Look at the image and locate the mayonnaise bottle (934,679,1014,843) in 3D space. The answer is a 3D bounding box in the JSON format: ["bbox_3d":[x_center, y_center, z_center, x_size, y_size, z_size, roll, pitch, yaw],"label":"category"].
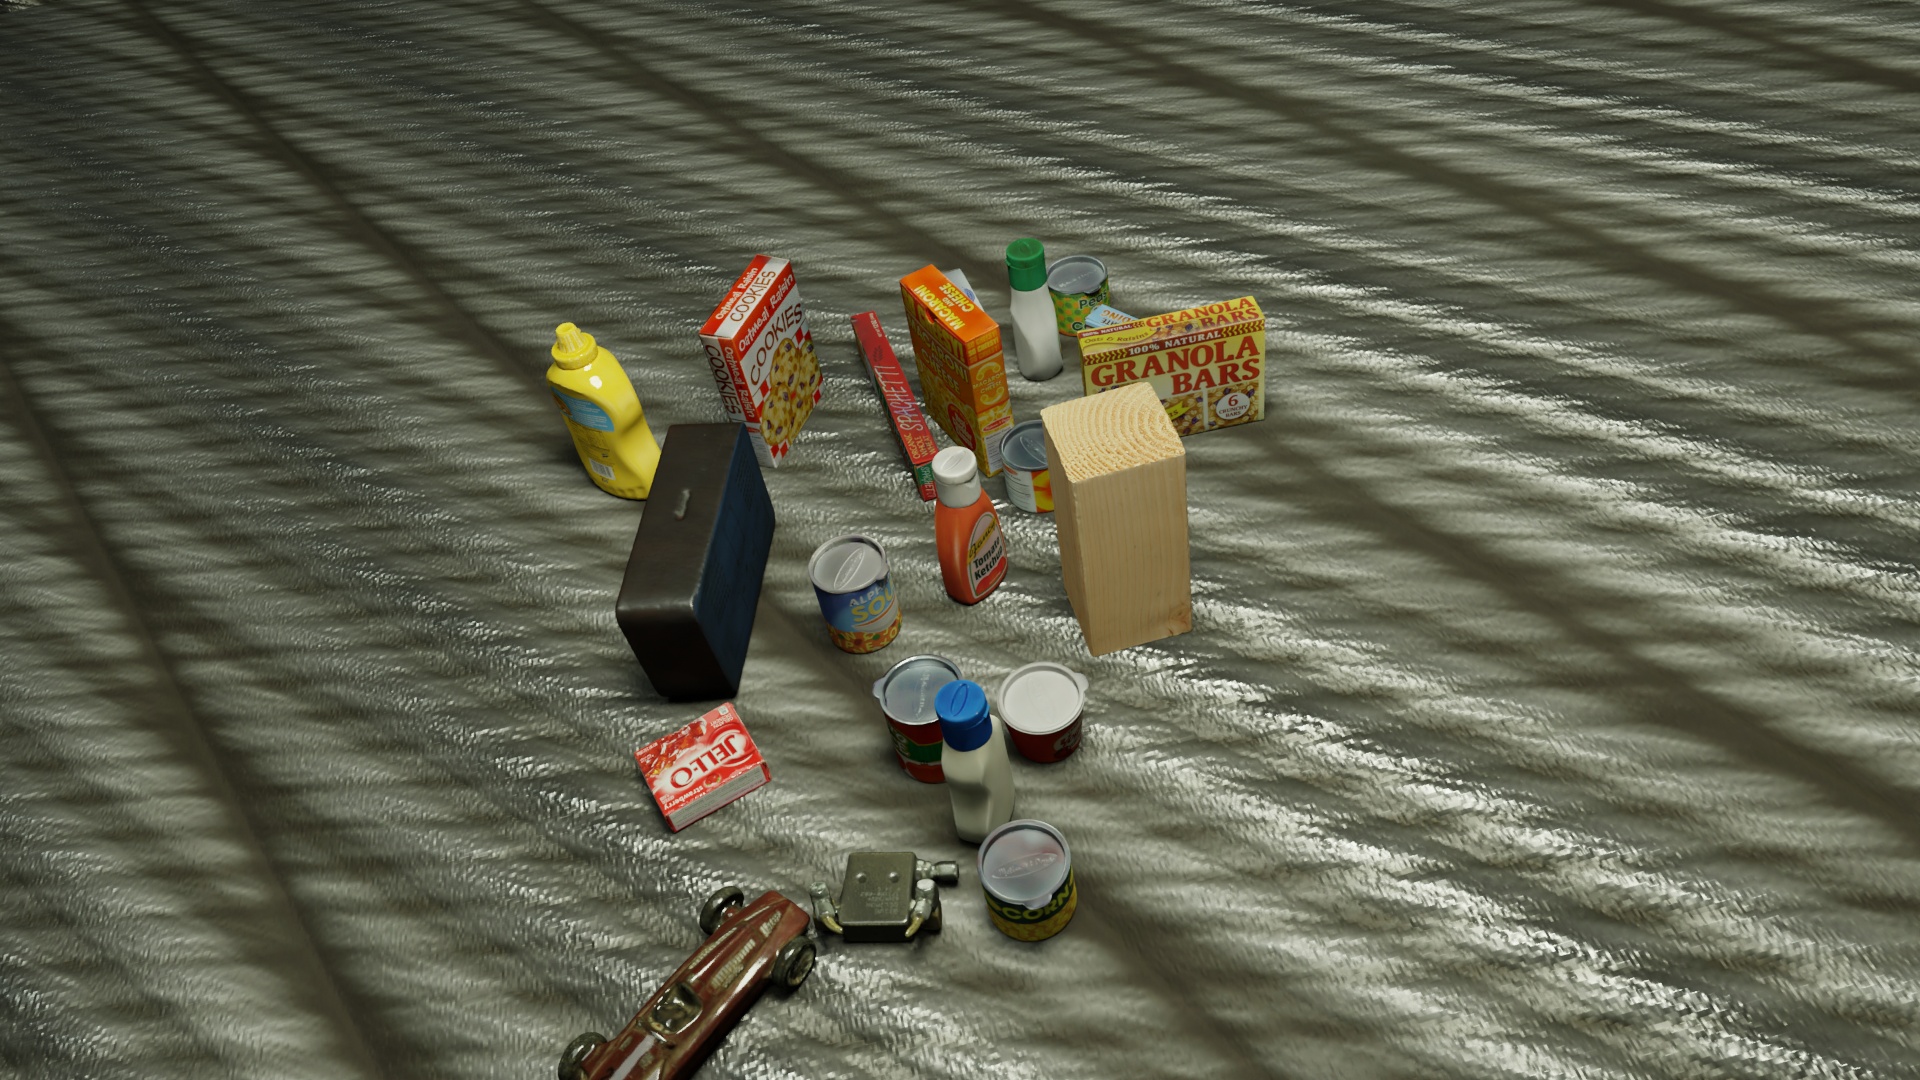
[{"bbox_3d":[0.010,0.159,1.012,0.041,0.147,0.065,6,49,17],"label":"mayonnaise bottle"}]

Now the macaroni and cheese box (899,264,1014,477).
[{"bbox_3d":[0.000,-0.157,1.302,0.040,0.165,0.124,-28,48,-15],"label":"macaroni and cheese box"}]

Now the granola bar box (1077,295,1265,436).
[{"bbox_3d":[0.196,-0.153,1.287,0.166,0.123,0.039,-12,46,1],"label":"granola bar box"}]

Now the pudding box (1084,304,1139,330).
[{"bbox_3d":[0.166,-0.197,1.388,0.084,0.049,0.030,29,58,32],"label":"pudding box"}]

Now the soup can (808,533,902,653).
[{"bbox_3d":[-0.086,0.047,1.183,0.071,0.083,0.072,-6,46,6],"label":"soup can"}]

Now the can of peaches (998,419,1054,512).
[{"bbox_3d":[0.074,-0.069,1.278,0.071,0.057,0.071,-6,46,6],"label":"can of peaches"}]

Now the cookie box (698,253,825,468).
[{"bbox_3d":[-0.191,-0.174,1.355,0.040,0.166,0.123,10,50,20],"label":"cookie box"}]

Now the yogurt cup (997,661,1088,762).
[{"bbox_3d":[0.065,0.137,1.087,0.072,0.053,0.073,-6,46,6],"label":"yogurt cup"}]

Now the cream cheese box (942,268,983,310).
[{"bbox_3d":[0.008,-0.233,1.451,0.024,0.053,0.104,-18,46,-6],"label":"cream cheese box"}]

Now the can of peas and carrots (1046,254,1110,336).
[{"bbox_3d":[0.123,-0.253,1.443,0.071,0.058,0.071,-6,46,6],"label":"can of peas and carrots"}]

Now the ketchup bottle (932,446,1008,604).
[{"bbox_3d":[0.004,-0.015,1.178,0.043,0.148,0.065,24,56,30],"label":"ketchup bottle"}]

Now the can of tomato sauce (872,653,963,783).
[{"bbox_3d":[-0.026,0.140,1.083,0.071,0.082,0.071,-6,46,6],"label":"can of tomato sauce"}]

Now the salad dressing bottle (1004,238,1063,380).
[{"bbox_3d":[0.071,-0.226,1.366,0.044,0.147,0.064,-19,46,-6],"label":"salad dressing bottle"}]

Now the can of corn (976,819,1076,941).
[{"bbox_3d":[0.049,0.244,0.986,0.071,0.058,0.071,-6,46,6],"label":"can of corn"}]

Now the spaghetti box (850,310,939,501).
[{"bbox_3d":[-0.063,-0.138,1.376,0.029,0.050,0.251,-19,46,-6],"label":"spaghetti box"}]
